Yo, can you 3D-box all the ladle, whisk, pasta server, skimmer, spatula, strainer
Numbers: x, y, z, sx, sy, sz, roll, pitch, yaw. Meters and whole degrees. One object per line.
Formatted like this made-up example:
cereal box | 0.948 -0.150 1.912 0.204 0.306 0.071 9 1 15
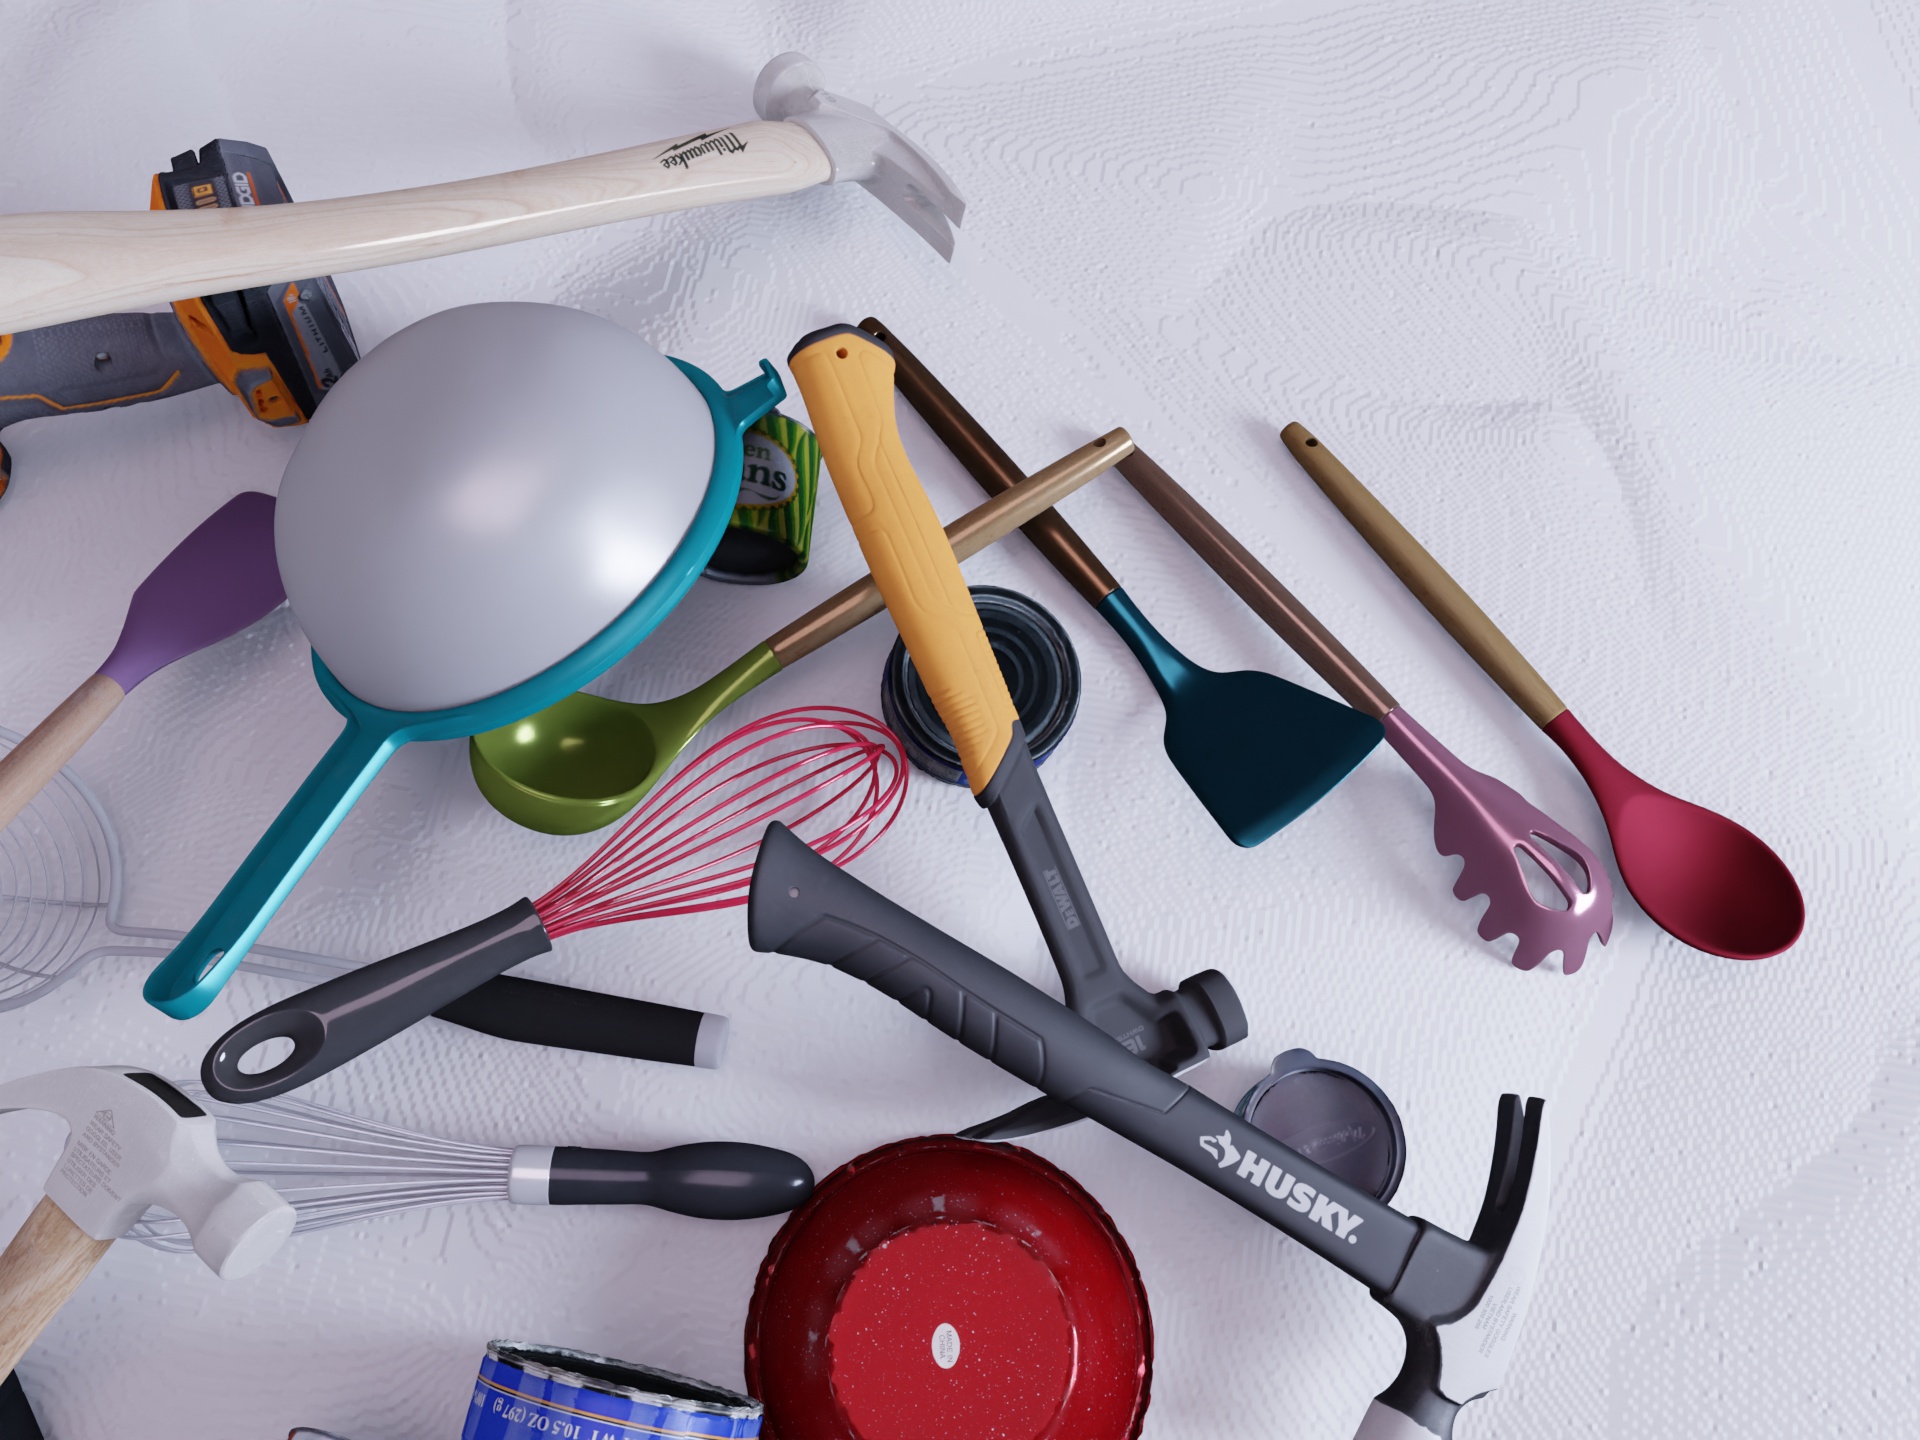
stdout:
ladle | 0.248 -0.020 0.713 0.069 0.031 0.316 -31 72 -22
whisk | -0.148 0.070 0.626 0.296 0.073 0.073 -26 73 -23
pasta server | 0.170 -0.018 0.712 0.060 0.040 0.316 -37 71 -13
skimmer | -0.272 0.080 0.629 0.363 0.090 0.127 10 46 0
spatula | 0.052 -0.079 0.720 0.082 0.044 0.318 -38 75 -8
ladle | -0.062 -0.050 0.685 0.320 0.062 0.078 -32 51 -7
whisk | -0.199 0.175 0.618 0.284 0.070 0.070 3 70 -5
spatula | -0.352 0.004 0.630 0.060 0.018 0.316 19 46 5
strainer | -0.229 -0.051 0.621 0.211 0.095 0.340 10 59 33

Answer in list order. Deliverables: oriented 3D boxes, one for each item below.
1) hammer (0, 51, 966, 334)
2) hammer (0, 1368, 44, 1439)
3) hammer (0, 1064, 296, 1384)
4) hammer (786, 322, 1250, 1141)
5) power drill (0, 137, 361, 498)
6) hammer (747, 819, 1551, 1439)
hammer | -0.187 -0.211 0.669 0.410 0.038 0.146 -24 58 -34
hammer | -0.298 0.356 0.561 0.149 0.036 0.409 -30 74 -13
hammer | -0.379 0.264 0.556 0.130 0.031 0.331 35 86 16
hammer | -0.001 -0.002 0.646 0.127 0.034 0.337 -21 86 -21
power drill | -0.390 -0.167 0.677 0.226 0.164 0.084 -20 70 -10
hammer | 0.066 0.135 0.592 0.335 0.035 0.146 32 78 -2
